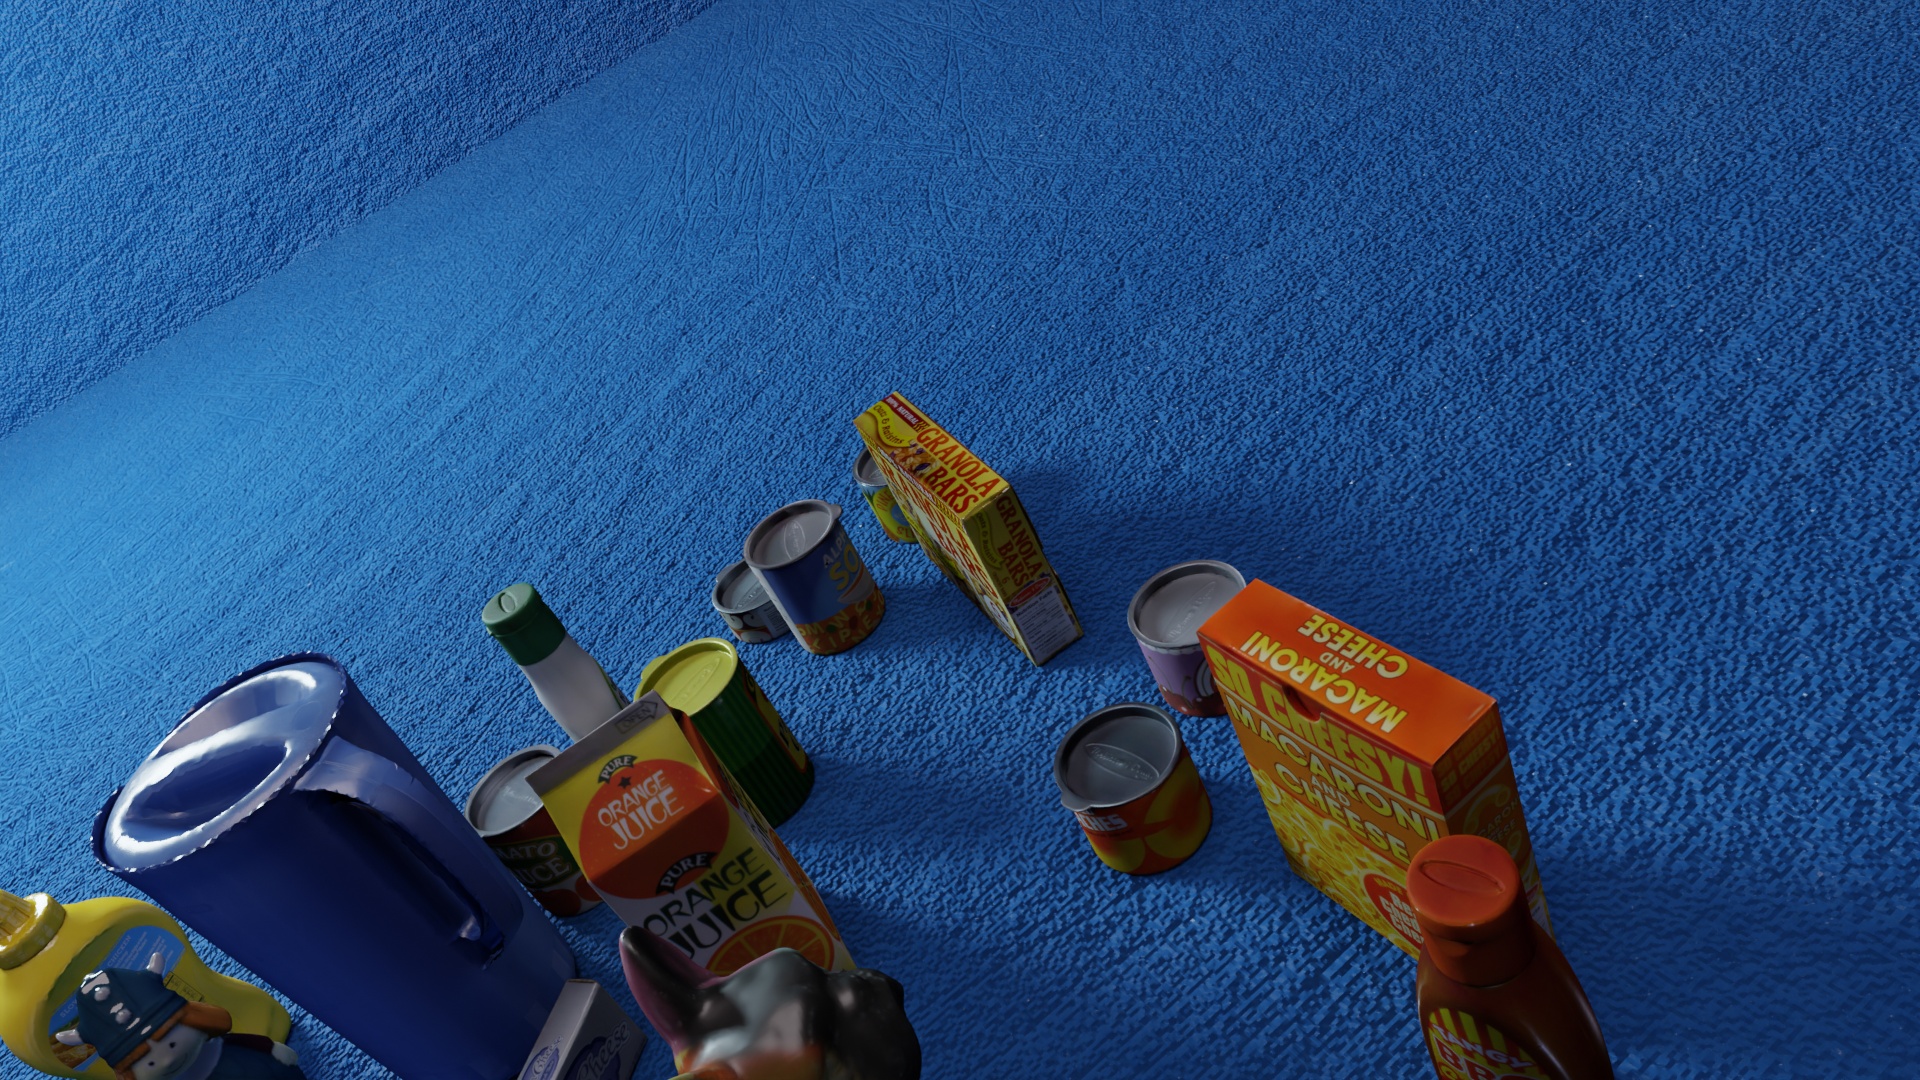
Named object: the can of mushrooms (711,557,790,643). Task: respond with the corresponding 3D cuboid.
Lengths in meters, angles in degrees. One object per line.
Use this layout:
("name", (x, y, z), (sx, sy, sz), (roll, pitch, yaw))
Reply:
("can of mushrooms", (-0.140, 0.038, 0.979), (0.071, 0.033, 0.071), (-18, 36, 14))

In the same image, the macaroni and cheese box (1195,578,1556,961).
("macaroni and cheese box", (0.171, 0.106, 0.569), (0.040, 0.165, 0.124), (-39, 36, -15))

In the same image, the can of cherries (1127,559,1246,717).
("can of cherries", (0.133, 0.055, 0.755), (0.071, 0.058, 0.072), (-18, 36, 14))

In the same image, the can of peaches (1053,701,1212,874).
("can of peaches", (0.086, 0.126, 0.696), (0.071, 0.057, 0.071), (-18, 36, 14))

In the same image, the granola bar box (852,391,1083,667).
("granola bar box", (0.003, -0.011, 0.867), (0.039, 0.123, 0.166), (-34, 35, -9))

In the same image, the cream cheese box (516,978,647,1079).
("cream cheese box", (-0.197, 0.279, 0.692), (0.024, 0.053, 0.104), (-8, 39, 26))

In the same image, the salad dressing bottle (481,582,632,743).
("salad dressing bottle", (-0.247, 0.091, 0.883), (0.044, 0.147, 0.064), (-37, 36, -12))

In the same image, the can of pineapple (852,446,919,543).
("can of pineapple", (-0.035, -0.039, 0.986), (0.071, 0.057, 0.071), (-18, 36, 14))

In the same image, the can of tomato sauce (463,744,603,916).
("can of tomato sauce", (-0.245, 0.175, 0.830), (0.071, 0.082, 0.071), (-18, 36, 14))

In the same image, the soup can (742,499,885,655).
("soup can", (-0.093, 0.024, 0.922), (0.071, 0.083, 0.072), (-18, 36, 14))

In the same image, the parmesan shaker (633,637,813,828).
("parmesan shaker", (-0.139, 0.115, 0.819), (0.071, 0.102, 0.072), (-18, 36, 14))

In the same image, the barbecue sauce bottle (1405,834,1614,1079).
("barbecue sauce bottle", (0.193, 0.163, 0.498), (0.065, 0.148, 0.044), (11, 50, 42))

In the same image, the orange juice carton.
("orange juice carton", (-0.132, 0.157, 0.683), (0.072, 0.192, 0.073), (-33, 35, -8))
